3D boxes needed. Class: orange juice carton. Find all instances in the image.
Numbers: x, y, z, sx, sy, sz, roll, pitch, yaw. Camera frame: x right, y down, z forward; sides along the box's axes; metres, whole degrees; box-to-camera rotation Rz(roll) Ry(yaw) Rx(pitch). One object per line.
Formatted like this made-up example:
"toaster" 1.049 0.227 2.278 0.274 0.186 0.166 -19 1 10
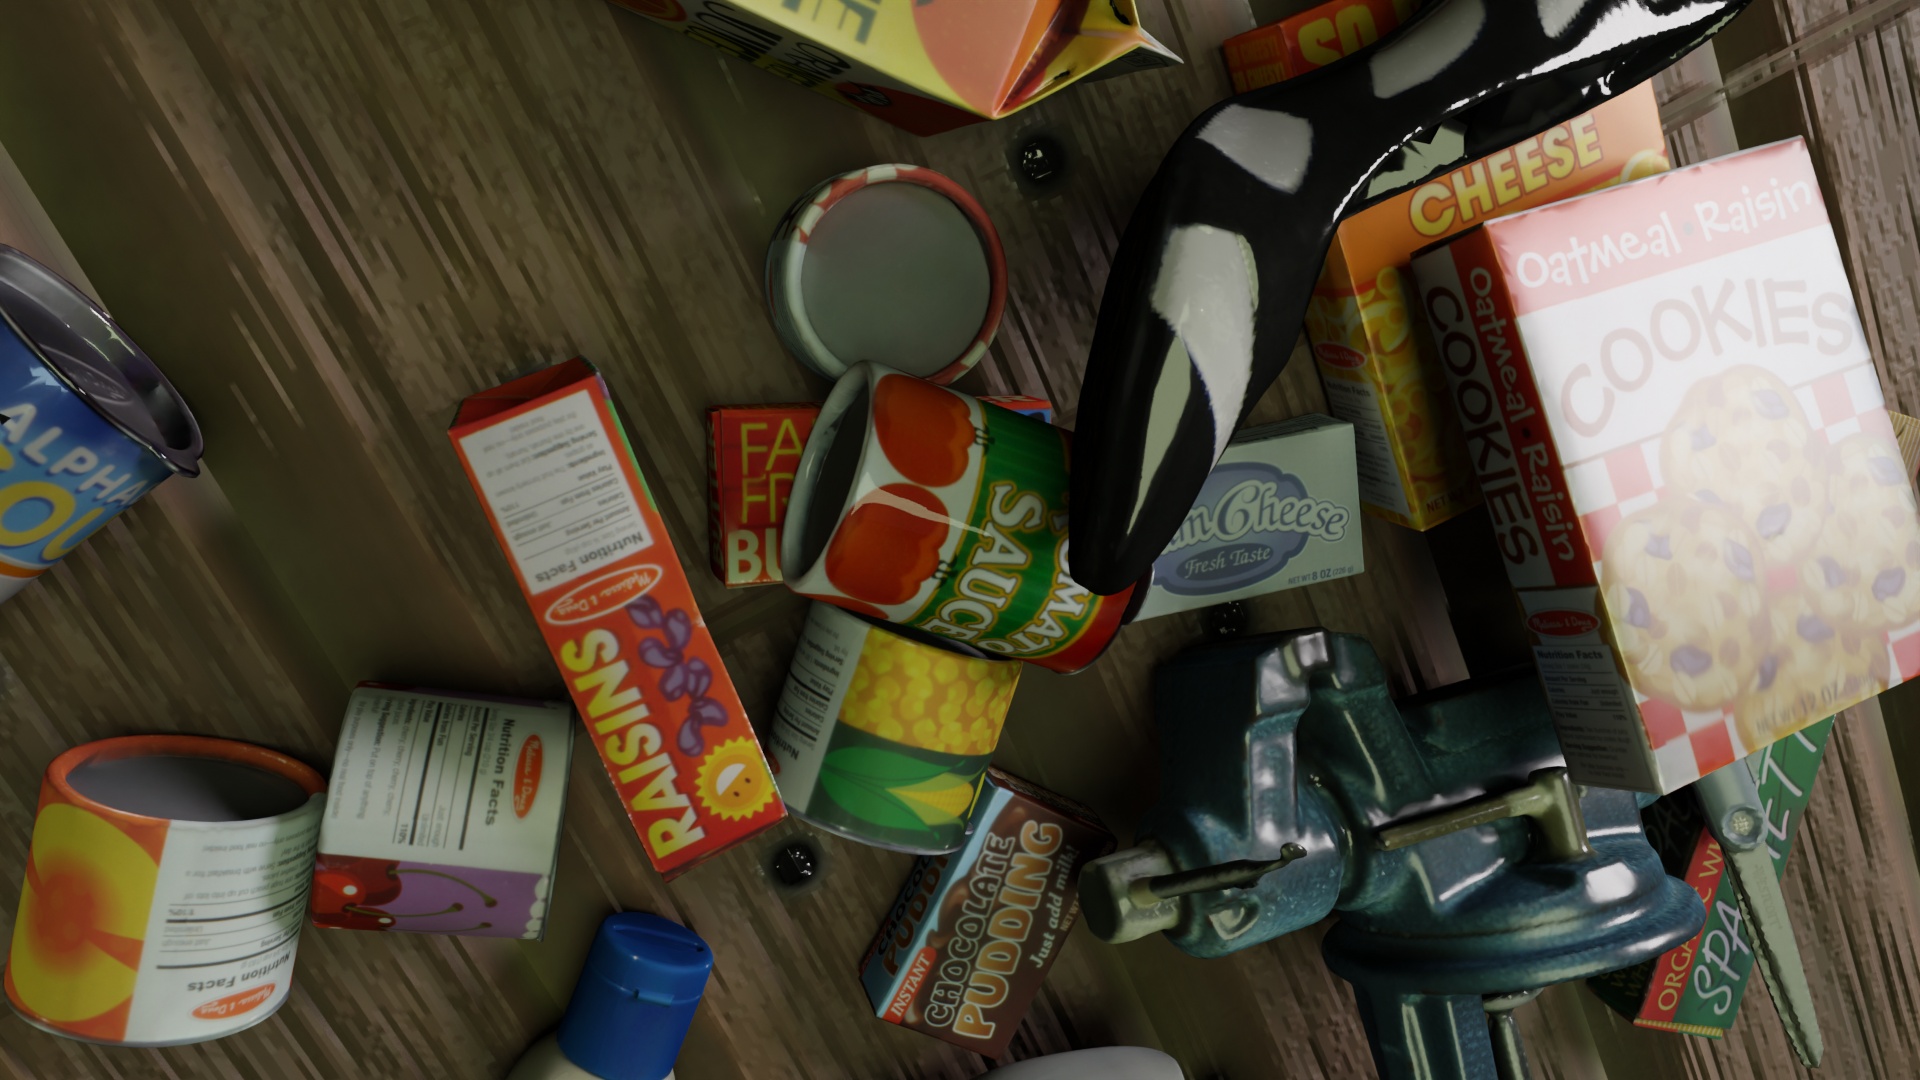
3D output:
"orange juice carton" -0.037 -0.161 0.361 0.193 0.072 0.073 19 95 -19

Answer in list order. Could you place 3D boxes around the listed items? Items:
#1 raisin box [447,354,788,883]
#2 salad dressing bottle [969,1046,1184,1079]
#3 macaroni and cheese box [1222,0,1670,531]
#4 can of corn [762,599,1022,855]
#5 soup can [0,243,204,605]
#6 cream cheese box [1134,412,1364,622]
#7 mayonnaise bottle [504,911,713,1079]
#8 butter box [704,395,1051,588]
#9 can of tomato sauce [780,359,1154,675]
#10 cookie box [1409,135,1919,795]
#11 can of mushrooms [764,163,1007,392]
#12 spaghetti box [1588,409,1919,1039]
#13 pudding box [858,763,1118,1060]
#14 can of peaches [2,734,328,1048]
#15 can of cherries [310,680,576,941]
"raisin box" -0.092 0.016 0.370 0.040 0.086 0.123 -24 107 -13
"salad dressing bottle" 0.001 0.201 0.445 0.148 0.044 0.064 -9 117 -3
"macaroni and cheese box" 0.168 -0.104 0.453 0.124 0.040 0.166 -25 107 -11
"can of corn" -0.019 0.052 0.411 0.071 0.071 0.058 17 95 -19
"soup can" -0.237 -0.017 0.328 0.084 0.071 0.071 -40 109 -6
"cream cheese box" 0.079 -0.007 0.452 0.104 0.024 0.053 -11 102 -15
"mayonnaise bottle" -0.117 0.188 0.420 0.065 0.041 0.148 21 93 -21
"butter box" -0.024 -0.016 0.418 0.104 0.024 0.053 -3 102 -17
"can of tomato sauce" 0.001 -0.005 0.377 0.083 0.071 0.071 18 95 -20
"cookie box" 0.217 -0.026 0.417 0.123 0.040 0.167 -18 90 -18
"can of mushrooms" -0.020 -0.076 0.404 0.071 0.033 0.071 -3 101 -16
"spaghetti box" 0.305 0.069 0.535 0.050 0.029 0.249 13 96 -19
"pudding box" 0.008 0.119 0.451 0.049 0.030 0.083 28 91 -19
"can of peaches" -0.206 0.087 0.360 0.071 0.071 0.058 12 97 -19
"can of cherries" -0.139 0.075 0.379 0.058 0.071 0.071 8 98 -18
